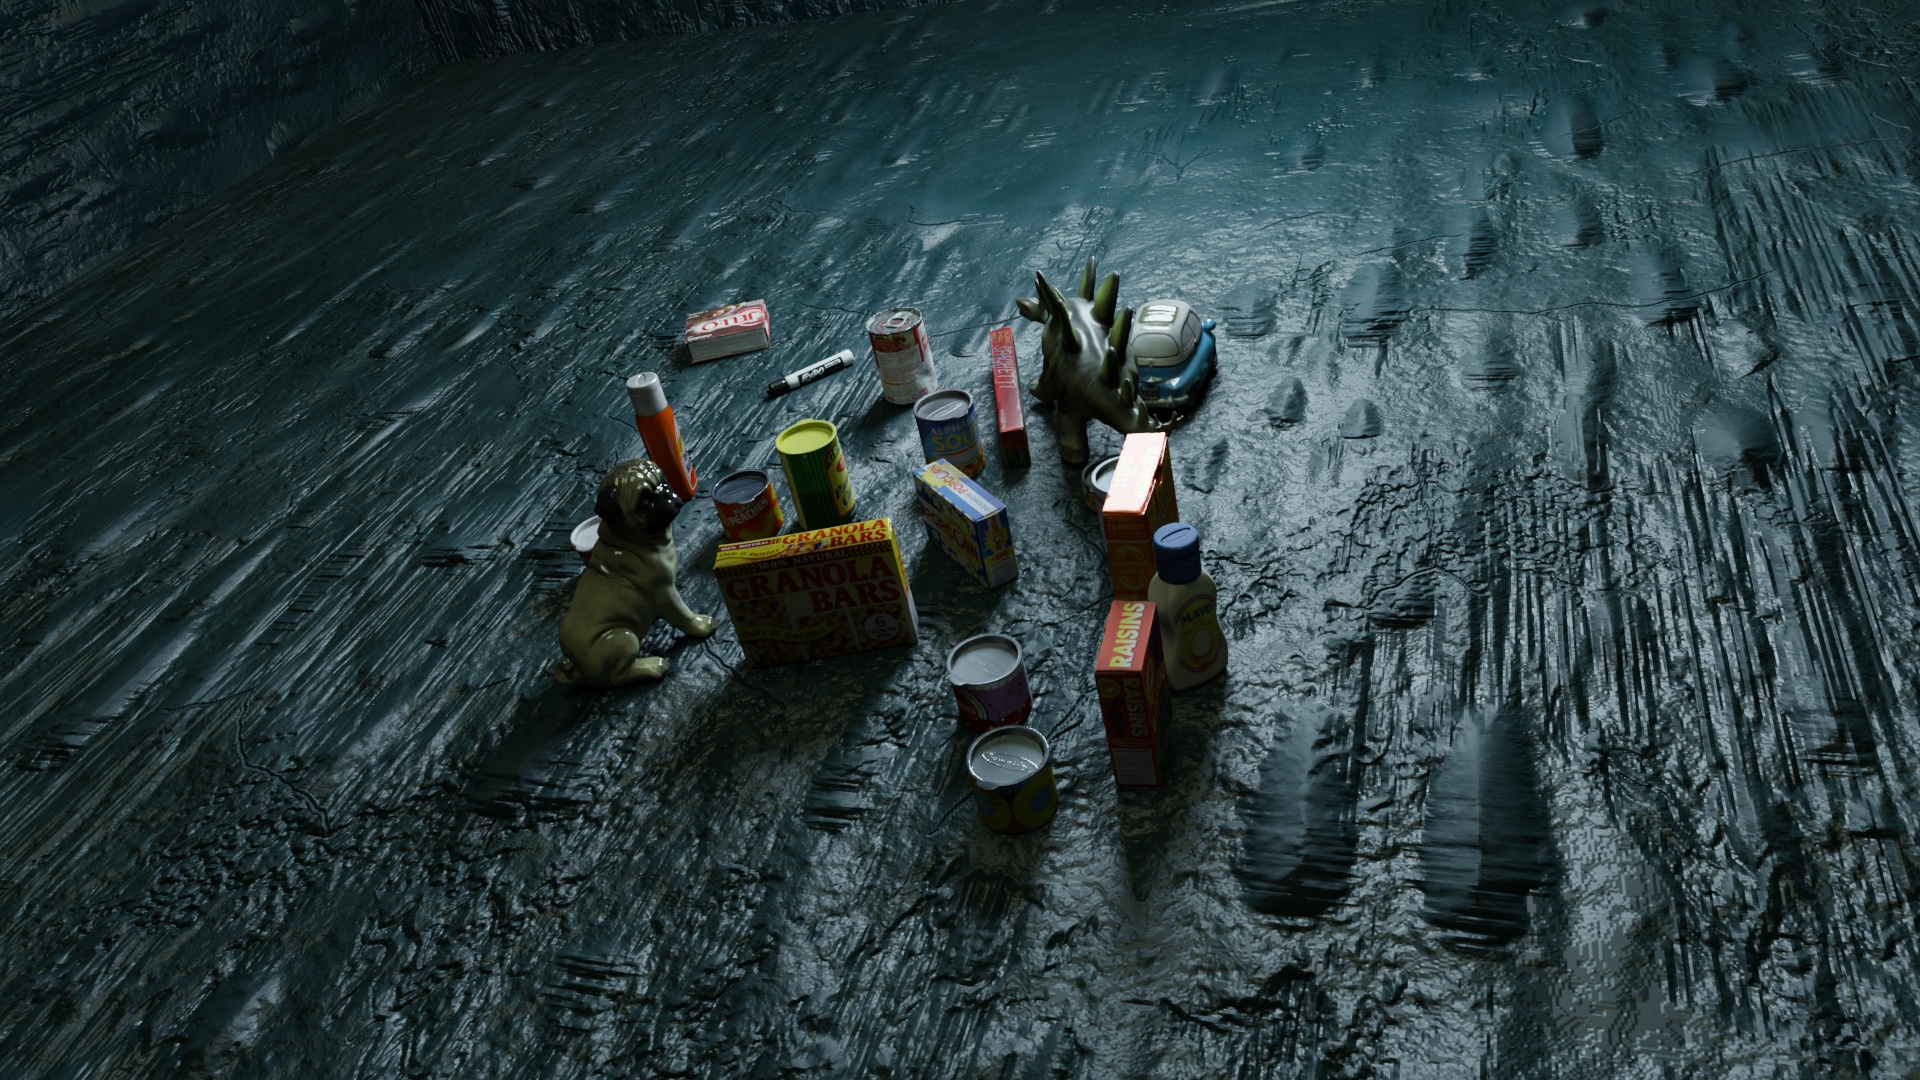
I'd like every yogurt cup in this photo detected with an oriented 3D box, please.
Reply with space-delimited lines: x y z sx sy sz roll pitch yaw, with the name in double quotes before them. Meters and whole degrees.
"yogurt cup" -0.378 0.009 1.494 0.072 0.053 0.073 -9 35 6

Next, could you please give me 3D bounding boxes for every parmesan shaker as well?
"parmesan shaker" -0.153 -0.070 1.489 0.071 0.102 0.072 -9 35 6

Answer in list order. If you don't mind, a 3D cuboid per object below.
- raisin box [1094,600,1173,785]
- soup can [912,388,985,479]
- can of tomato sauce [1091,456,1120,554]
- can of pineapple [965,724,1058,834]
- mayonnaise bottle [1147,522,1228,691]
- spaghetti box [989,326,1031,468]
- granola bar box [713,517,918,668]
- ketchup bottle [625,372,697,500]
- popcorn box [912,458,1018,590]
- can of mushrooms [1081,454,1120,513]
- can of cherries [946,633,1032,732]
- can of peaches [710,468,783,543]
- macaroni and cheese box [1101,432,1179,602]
"raisin box" 0.139 0.121 1.103 0.040 0.122 0.086 0 36 19
"soup can" -0.010 -0.113 1.519 0.071 0.083 0.072 -9 35 6
"can of tomato sauce" 0.167 -0.031 1.345 0.071 0.082 0.071 -9 35 6
"can of pineapple" 0.040 0.190 1.096 0.071 0.057 0.071 -9 35 6
"mayonnaise bottle" 0.187 0.055 1.159 0.065 0.147 0.041 -25 36 -16
"spaghetti box" 0.056 -0.170 1.608 0.029 0.050 0.251 -10 35 5
"granola bar box" -0.132 0.050 1.293 0.165 0.123 0.039 -9 34 6
"ketchup bottle" -0.341 -0.119 1.580 0.043 0.148 0.065 -15 34 -2
"popcorn box" 0.005 -0.017 1.378 0.038 0.084 0.127 -27 37 -19
"can of mushrooms" 0.157 -0.056 1.428 0.071 0.033 0.071 -9 35 6
"can of cherries" 0.023 0.124 1.195 0.071 0.058 0.072 -9 35 6
"can of peaches" -0.230 -0.035 1.504 0.071 0.057 0.071 -9 35 6
"macaroni and cheese box" 0.165 0.007 1.218 0.040 0.165 0.124 0 37 19
